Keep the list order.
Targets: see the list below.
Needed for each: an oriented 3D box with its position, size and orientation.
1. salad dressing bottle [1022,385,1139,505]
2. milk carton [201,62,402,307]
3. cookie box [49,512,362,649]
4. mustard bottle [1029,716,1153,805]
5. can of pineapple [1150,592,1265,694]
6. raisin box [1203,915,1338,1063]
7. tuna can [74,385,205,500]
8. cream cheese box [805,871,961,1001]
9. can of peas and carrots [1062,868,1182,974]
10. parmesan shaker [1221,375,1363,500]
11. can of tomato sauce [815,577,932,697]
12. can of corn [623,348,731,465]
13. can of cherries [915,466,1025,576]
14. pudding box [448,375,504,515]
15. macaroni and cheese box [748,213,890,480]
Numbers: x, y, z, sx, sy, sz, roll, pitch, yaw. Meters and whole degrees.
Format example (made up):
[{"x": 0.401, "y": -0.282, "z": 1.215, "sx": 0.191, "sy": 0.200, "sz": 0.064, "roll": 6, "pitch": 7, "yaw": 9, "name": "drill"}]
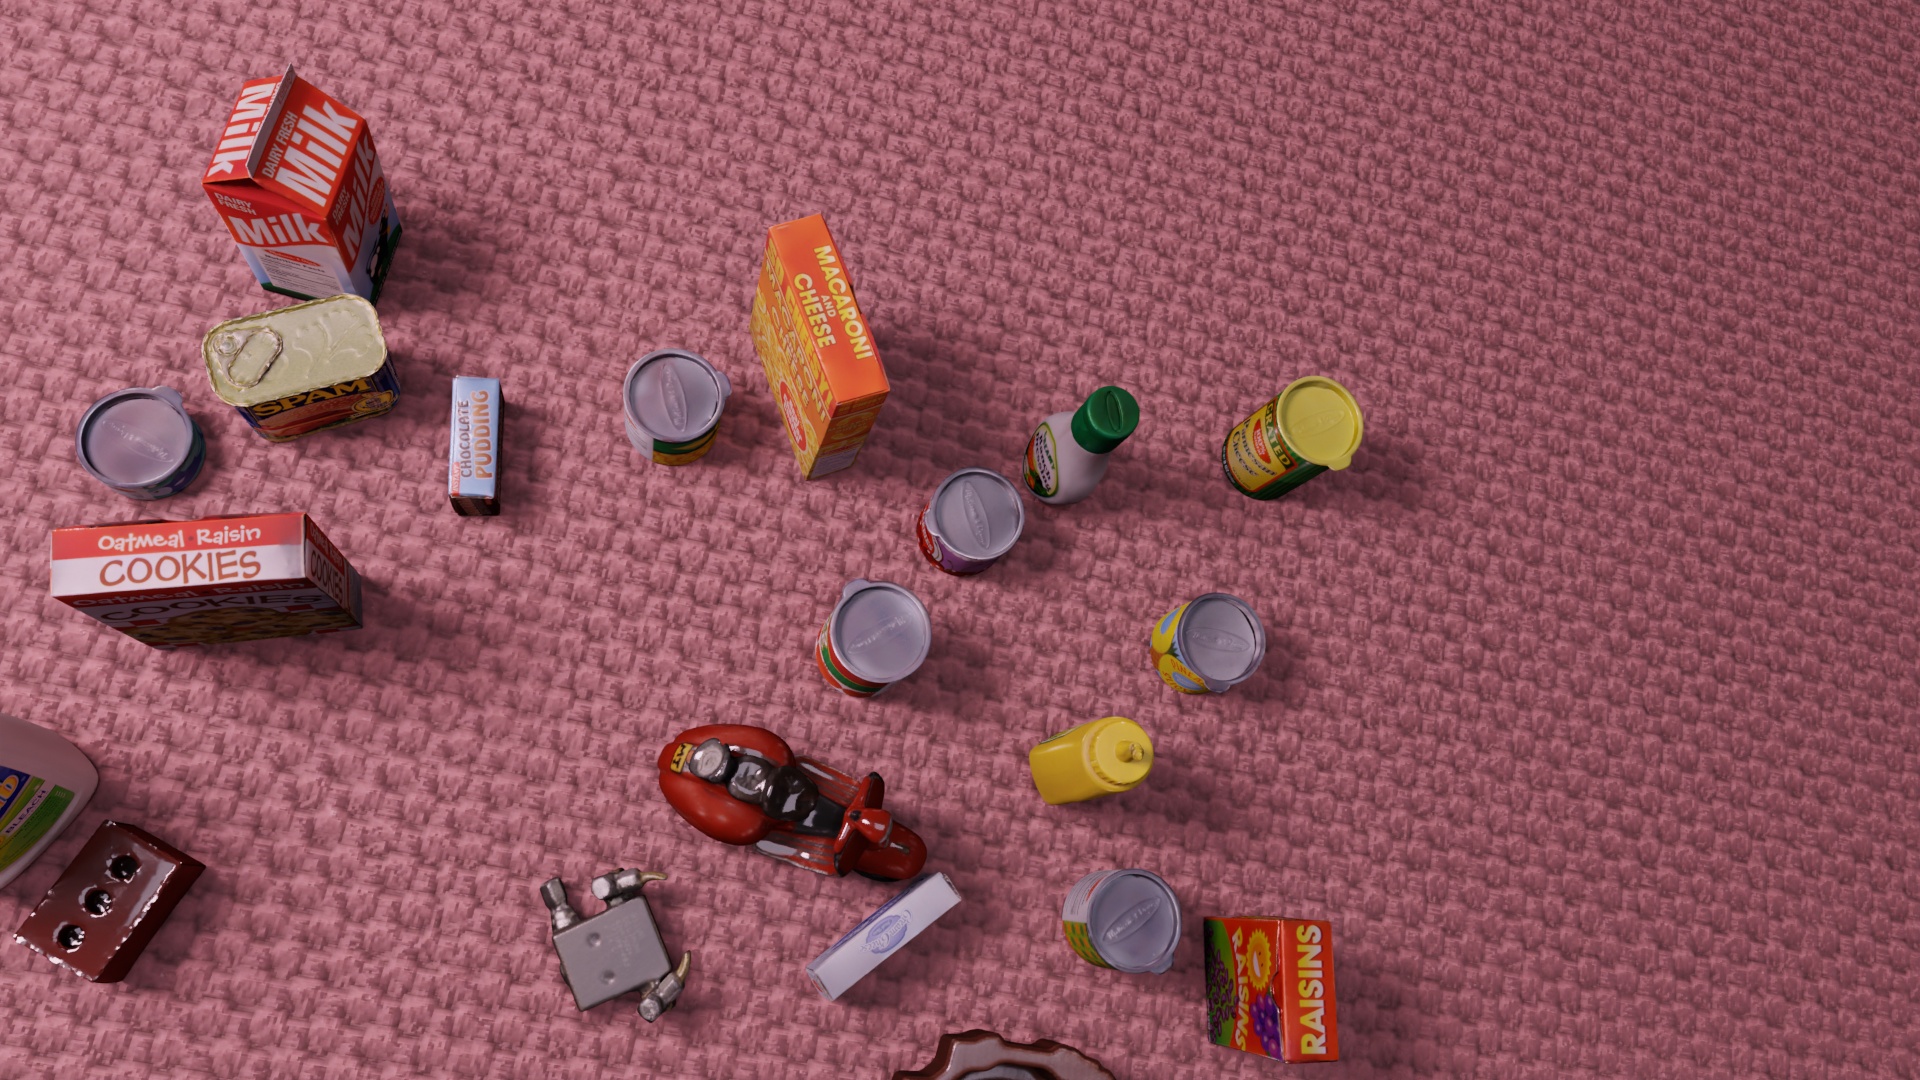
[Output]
[{"x": 0.083, "y": -0.067, "z": 0.961, "sx": 0.044, "sy": 0.147, "sz": 0.064, "roll": -6, "pitch": 78, "yaw": -15, "name": "salad dressing bottle"}, {"x": -0.406, "y": -0.215, "z": 0.860, "sx": 0.073, "sy": 0.190, "sz": 0.072, "roll": 15, "pitch": 73, "yaw": -9, "name": "milk carton"}, {"x": -0.427, "y": 0.025, "z": 0.805, "sx": 0.123, "sy": 0.167, "sz": 0.040, "roll": -5, "pitch": 78, "yaw": -15, "name": "cookie box"}, {"x": 0.092, "y": 0.141, "z": 0.902, "sx": 0.065, "sy": 0.159, "sz": 0.049, "roll": -17, "pitch": 81, "yaw": -17, "name": "mustard bottle"}, {"x": 0.175, "y": 0.076, "z": 0.993, "sx": 0.071, "sy": 0.057, "sz": 0.071, "roll": 3, "pitch": 75, "yaw": -13, "name": "can of pineapple"}, {"x": 0.200, "y": 0.290, "z": 0.909, "sx": 0.040, "sy": 0.123, "sz": 0.086, "roll": 5, "pitch": 75, "yaw": -12, "name": "raisin box"}, {"x": -0.515, "y": -0.062, "z": 0.878, "sx": 0.071, "sy": 0.032, "sz": 0.071, "roll": 3, "pitch": 75, "yaw": -13, "name": "tuna can"}, {"x": -0.051, "y": 0.254, "z": 0.895, "sx": 0.104, "sy": 0.053, "sz": 0.024, "roll": -34, "pitch": 86, "yaw": -19, "name": "cream cheese box"}, {"x": 0.109, "y": 0.256, "z": 0.930, "sx": 0.071, "sy": 0.058, "sz": 0.071, "roll": 3, "pitch": 75, "yaw": -13, "name": "can of peas and carrots"}, {"x": 0.243, "y": -0.070, "z": 1.024, "sx": 0.071, "sy": 0.102, "sz": 0.071, "roll": 3, "pitch": 75, "yaw": -13, "name": "parmesan shaker"}, {"x": -0.061, "y": 0.066, "z": 0.926, "sx": 0.071, "sy": 0.083, "sz": 0.071, "roll": 3, "pitch": 75, "yaw": -13, "name": "can of tomato sauce"}, {"x": -0.194, "y": -0.090, "z": 0.948, "sx": 0.071, "sy": 0.058, "sz": 0.071, "roll": 3, "pitch": 75, "yaw": -13, "name": "can of corn"}, {"x": 0.003, "y": -0.012, "z": 0.975, "sx": 0.071, "sy": 0.058, "sz": 0.071, "roll": 3, "pitch": 75, "yaw": -13, "name": "can of cherries"}, {"x": -0.319, "y": -0.062, "z": 0.916, "sx": 0.030, "sy": 0.049, "sz": 0.084, "roll": 1, "pitch": 76, "yaw": -13, "name": "pudding box"}, {"x": -0.097, "y": -0.124, "z": 0.923, "sx": 0.040, "sy": 0.166, "sz": 0.124, "roll": -19, "pitch": 81, "yaw": -17, "name": "macaroni and cheese box"}]
